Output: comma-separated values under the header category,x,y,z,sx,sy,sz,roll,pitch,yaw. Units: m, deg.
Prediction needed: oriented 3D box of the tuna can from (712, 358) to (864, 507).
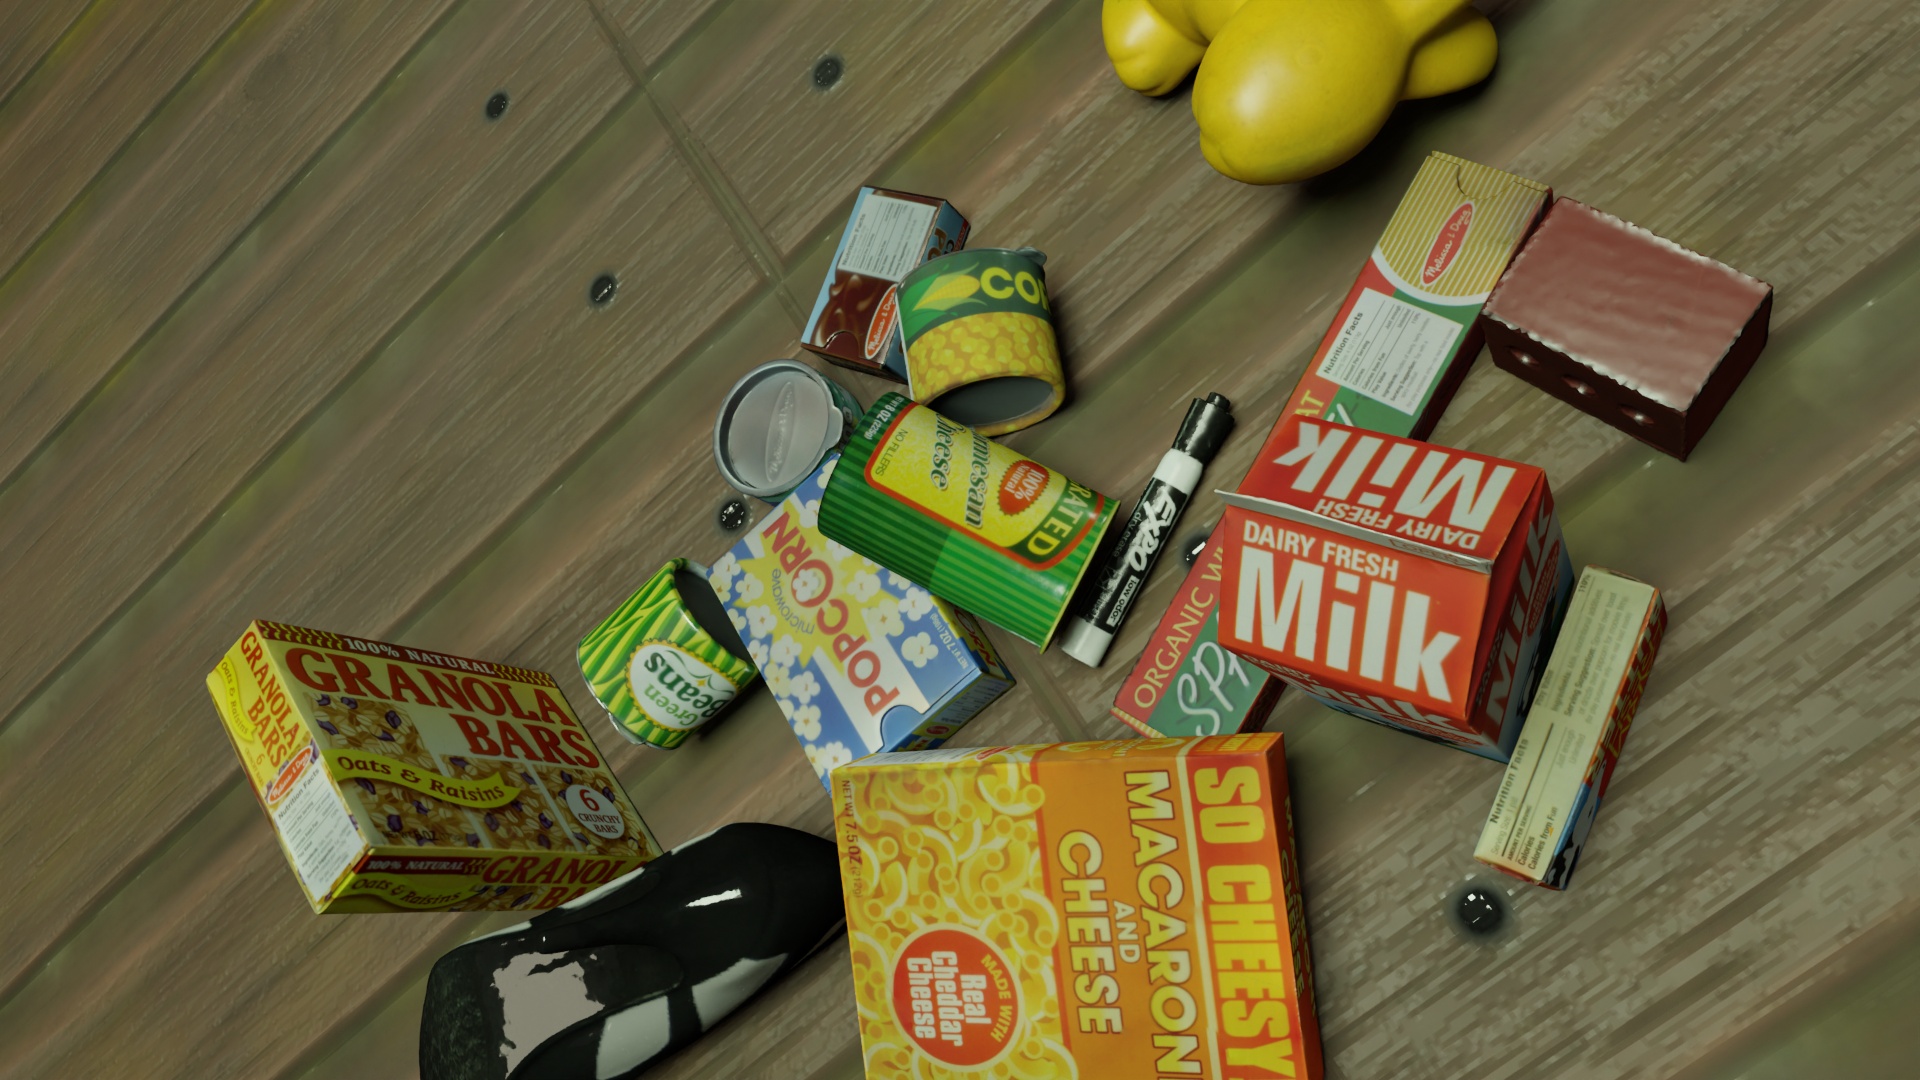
category,x,y,z,sx,sy,sz,roll,pitch,yaw
tuna can,-0.076,-0.048,0.642,0.071,0.033,0.071,-7,73,25

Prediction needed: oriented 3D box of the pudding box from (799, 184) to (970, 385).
category,x,y,z,sx,sy,sz,roll,pitch,yaw
pudding box,-0.035,-0.119,0.643,0.050,0.030,0.084,18,85,29

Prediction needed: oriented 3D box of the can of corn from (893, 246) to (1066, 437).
category,x,y,z,sx,sy,sz,roll,pitch,yaw
can of corn,0.010,-0.083,0.588,0.071,0.071,0.058,-18,70,22

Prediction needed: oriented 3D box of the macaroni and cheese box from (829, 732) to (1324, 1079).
category,x,y,z,sx,sy,sz,roll,pitch,yaw
macaroni and cheese box,0.040,0.137,0.508,0.166,0.040,0.123,-7,90,23

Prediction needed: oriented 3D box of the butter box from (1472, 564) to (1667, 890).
category,x,y,z,sx,sy,sz,roll,pitch,yaw
butter box,0.202,0.063,0.457,0.024,0.053,0.103,20,85,33

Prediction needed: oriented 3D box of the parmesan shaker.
category,x,y,z,sx,sy,sz,roll,pitch,yaw
parmesan shaker,0.002,-0.007,0.549,0.103,0.071,0.071,27,89,6

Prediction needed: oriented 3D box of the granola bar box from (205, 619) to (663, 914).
category,x,y,z,sx,sy,sz,roll,pitch,yaw
granola bar box,-0.221,0.101,0.598,0.039,0.165,0.124,-48,61,10

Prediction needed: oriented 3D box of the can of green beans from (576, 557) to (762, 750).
category,x,y,z,sx,sy,sz,roll,pitch,yaw
can of green beans,-0.127,0.050,0.621,0.057,0.071,0.071,-41,62,12

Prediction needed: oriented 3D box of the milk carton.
category,x,y,z,sx,sy,sz,roll,pitch,yaw
milk carton,0.136,0.017,0.424,0.072,0.190,0.073,16,85,30

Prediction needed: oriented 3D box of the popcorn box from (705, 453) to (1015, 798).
category,x,y,z,sx,sy,sz,roll,pitch,yaw
popcorn box,-0.046,0.036,0.600,0.085,0.038,0.127,-40,62,11

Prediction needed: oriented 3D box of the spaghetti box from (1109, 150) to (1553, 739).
category,x,y,z,sx,sy,sz,roll,pitch,yaw
spaghetti box,0.140,-0.028,0.528,0.050,0.028,0.250,30,91,30
